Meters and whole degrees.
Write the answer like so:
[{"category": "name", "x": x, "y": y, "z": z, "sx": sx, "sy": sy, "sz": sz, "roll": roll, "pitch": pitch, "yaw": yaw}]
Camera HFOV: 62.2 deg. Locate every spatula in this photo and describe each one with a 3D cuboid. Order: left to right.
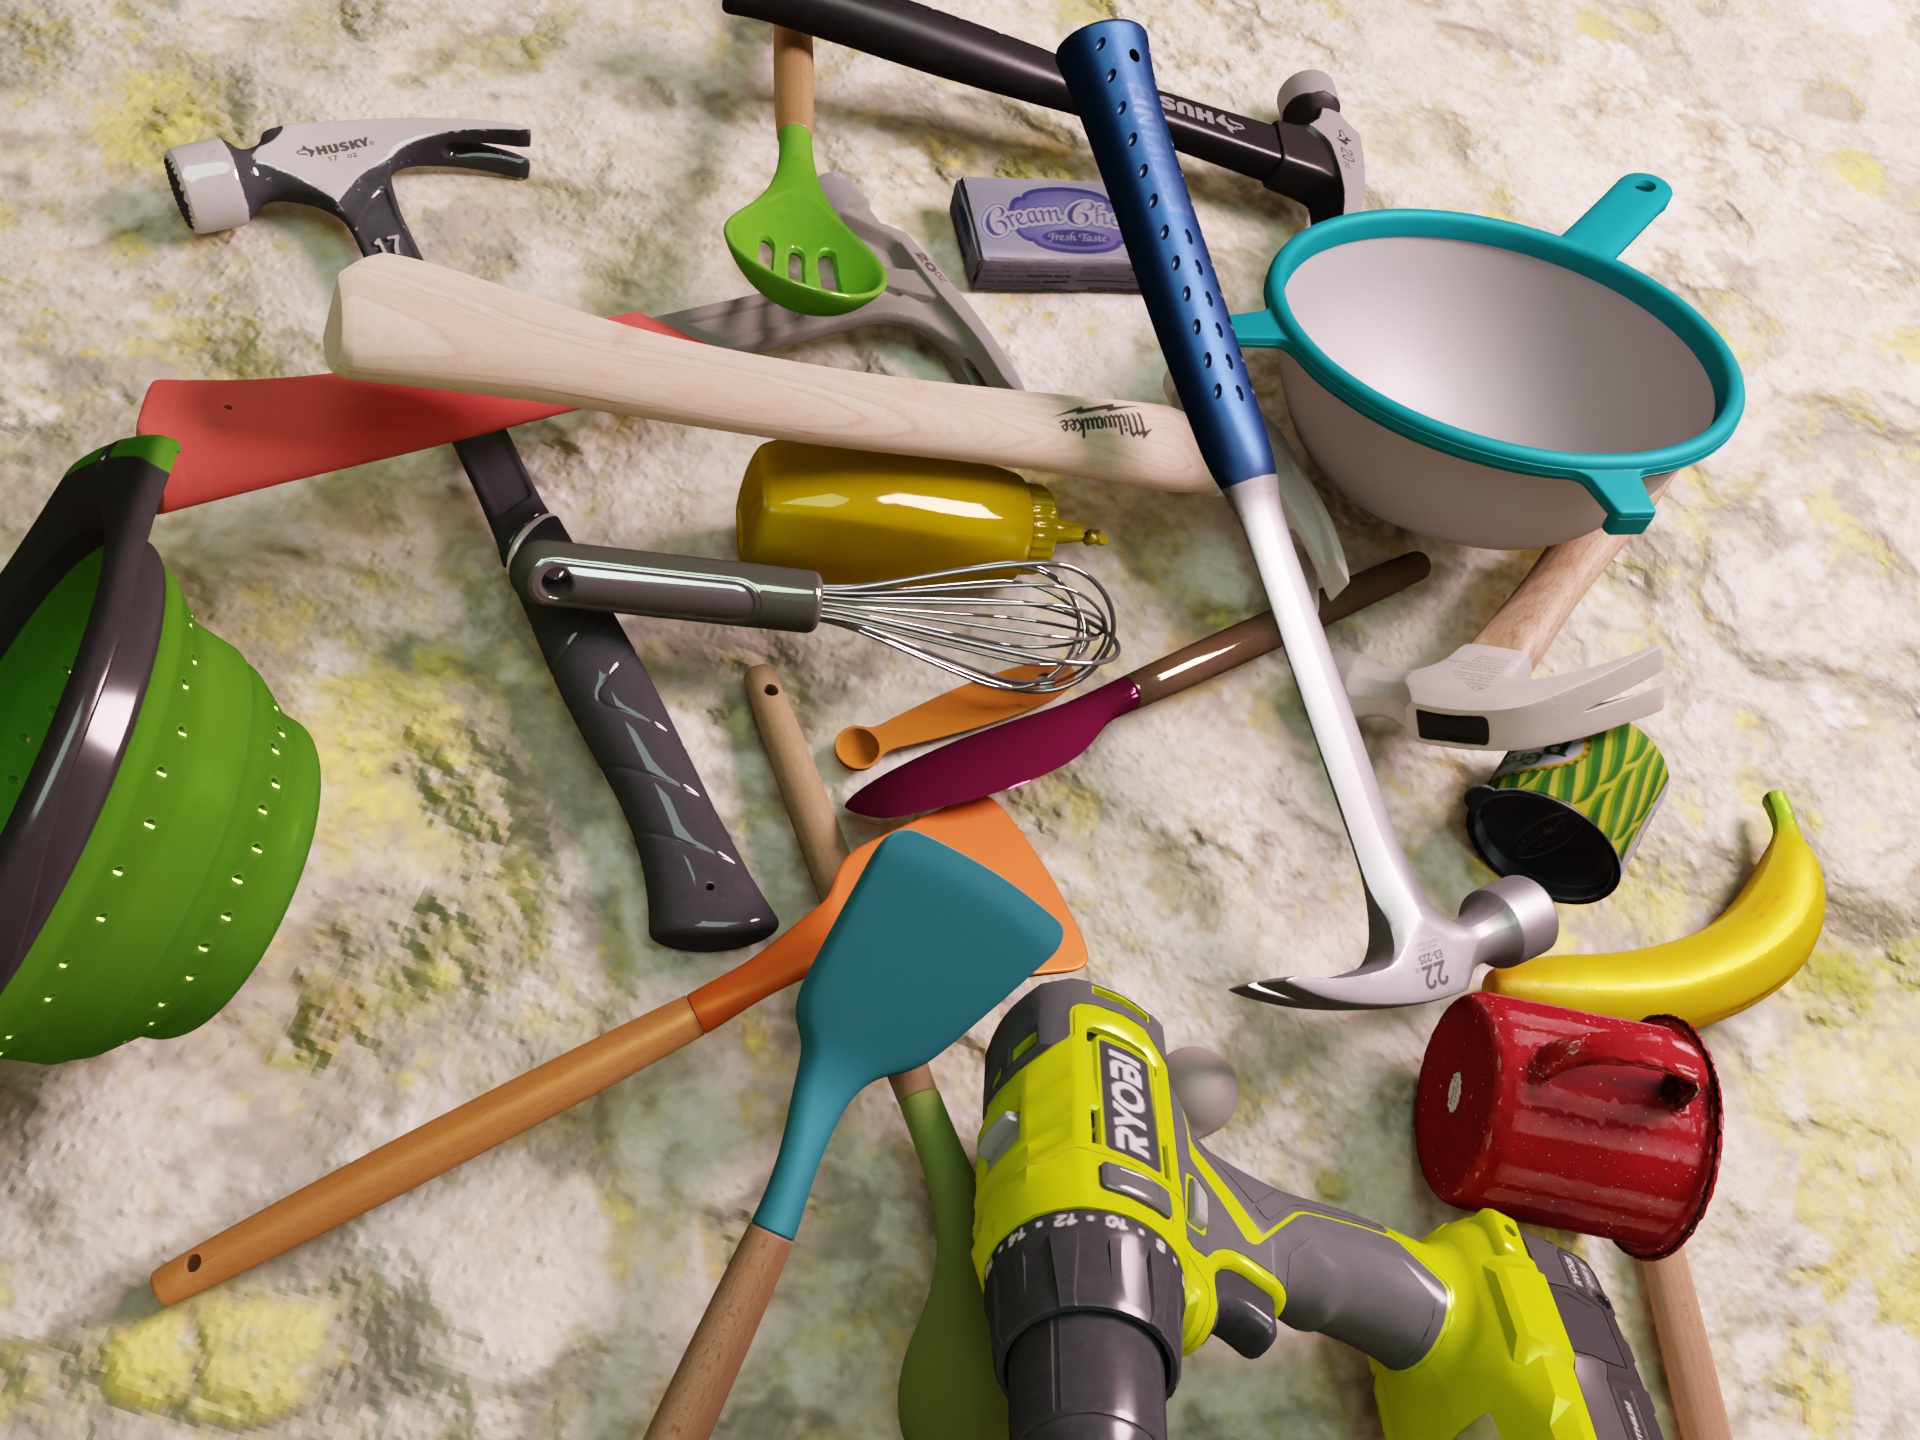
[{"category": "spatula", "x": -0.110, "y": 0.115, "z": 0.541, "sx": 0.322, "sy": 0.041, "sz": 0.081, "roll": -26, "pitch": 62, "yaw": -11}, {"category": "spatula", "x": -0.067, "y": 0.188, "z": 0.498, "sx": 0.082, "sy": 0.044, "sz": 0.317, "roll": 35, "pitch": 71, "yaw": -32}, {"category": "spatula", "x": 0.286, "y": 0.296, "z": 0.589, "sx": 0.059, "sy": 0.018, "sz": 0.316, "roll": 2, "pitch": 66, "yaw": -17}]

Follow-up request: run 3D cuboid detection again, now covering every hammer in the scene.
[{"category": "hammer", "x": -0.176, "y": -0.088, "z": 0.642, "sx": 0.149, "sy": 0.036, "sz": 0.409, "roll": -22, "pitch": 73, "yaw": -25}, {"category": "hammer", "x": -0.138, "y": -0.136, "z": 0.633, "sx": 0.359, "sy": 0.036, "sz": 0.149, "roll": -26, "pitch": 72, "yaw": -38}, {"category": "hammer", "x": -0.025, "y": -0.112, "z": 0.614, "sx": 0.410, "sy": 0.038, "sz": 0.146, "roll": 2, "pitch": 53, "yaw": -32}, {"category": "hammer", "x": 0.049, "y": -0.307, "z": 0.776, "sx": 0.334, "sy": 0.035, "sz": 0.146, "roll": 11, "pitch": 54, "yaw": -18}, {"category": "hammer", "x": 0.113, "y": -0.083, "z": 0.625, "sx": 0.144, "sy": 0.035, "sz": 0.405, "roll": -15, "pitch": 84, "yaw": -30}, {"category": "hammer", "x": 0.301, "y": -0.089, "z": 0.748, "sx": 0.130, "sy": 0.031, "sz": 0.331, "roll": 14, "pitch": 44, "yaw": 39}]

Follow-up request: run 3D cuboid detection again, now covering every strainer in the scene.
[{"category": "strainer", "x": 0.269, "y": -0.175, "z": 0.768, "sx": 0.211, "sy": 0.095, "sz": 0.340, "roll": 30, "pitch": 46, "yaw": 20}]

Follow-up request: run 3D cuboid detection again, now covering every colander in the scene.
[{"category": "colander", "x": -0.294, "y": 0.111, "z": 0.479, "sx": 0.094, "sy": 0.204, "sz": 0.397, "roll": 30, "pitch": 73, "yaw": -39}]

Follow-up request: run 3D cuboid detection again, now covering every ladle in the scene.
[{"category": "ladle", "x": -0.028, "y": 0.118, "z": 0.584, "sx": 0.078, "sy": 0.062, "sz": 0.320, "roll": -10, "pitch": 61, "yaw": -25}]

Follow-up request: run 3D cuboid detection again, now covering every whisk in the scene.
[{"category": "whisk", "x": -0.050, "y": -0.045, "z": 0.626, "sx": 0.246, "sy": 0.057, "sz": 0.059, "roll": 5, "pitch": 27, "yaw": -18}]

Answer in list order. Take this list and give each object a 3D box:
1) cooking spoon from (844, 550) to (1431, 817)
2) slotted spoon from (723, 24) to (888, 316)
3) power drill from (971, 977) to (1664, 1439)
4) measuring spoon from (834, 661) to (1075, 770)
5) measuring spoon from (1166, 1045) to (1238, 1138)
[{"category": "cooking spoon", "x": 0.090, "y": -0.020, "z": 0.675, "sx": 0.319, "sy": 0.069, "sz": 0.017, "roll": -23, "pitch": 107, "yaw": -29}, {"category": "slotted spoon", "x": -0.075, "y": -0.282, "z": 0.733, "sx": 0.070, "sy": 0.031, "sz": 0.314, "roll": 10, "pitch": 49, "yaw": -19}, {"category": "power drill", "x": 0.105, "y": 0.195, "z": 0.501, "sx": 0.228, "sy": 0.080, "sz": 0.191, "roll": 29, "pitch": 24, "yaw": -12}, {"category": "measuring spoon", "x": -0.001, "y": -0.002, "z": 0.663, "sx": 0.117, "sy": 0.011, "sz": 0.021, "roll": -20, "pitch": 69, "yaw": -27}, {"category": "measuring spoon", "x": 0.073, "y": 0.175, "z": 0.589, "sx": 0.034, "sy": 0.018, "sz": 0.124, "roll": 30, "pitch": 62, "yaw": 0}]
